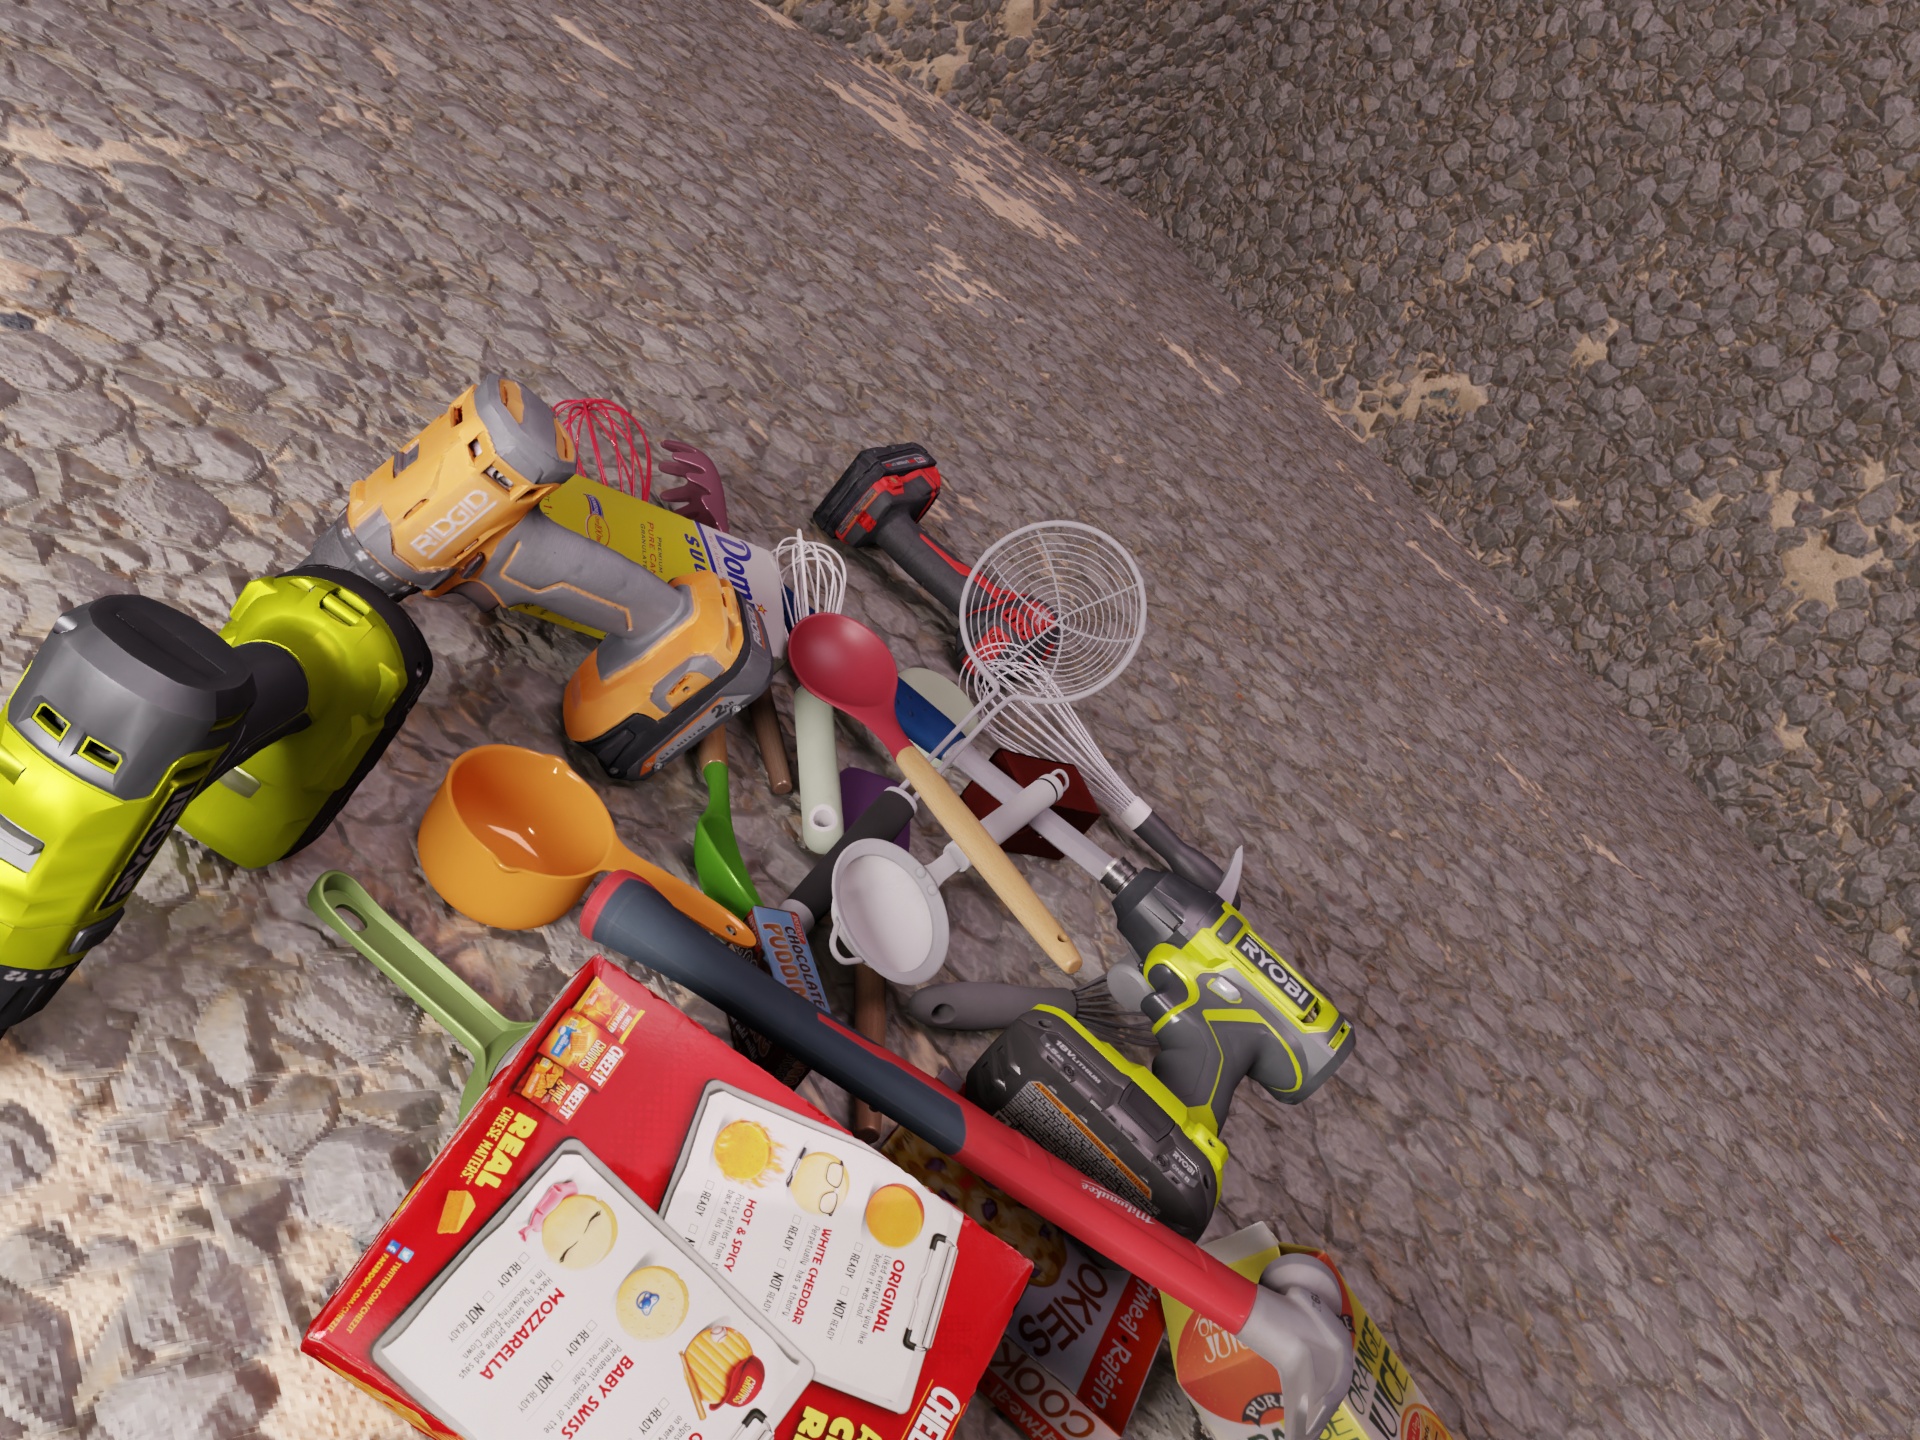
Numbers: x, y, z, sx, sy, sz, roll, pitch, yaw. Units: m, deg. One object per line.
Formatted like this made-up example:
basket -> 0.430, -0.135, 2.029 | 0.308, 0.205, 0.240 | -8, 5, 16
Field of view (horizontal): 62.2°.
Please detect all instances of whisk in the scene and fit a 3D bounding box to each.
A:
whisk -> -0.223, -0.110, 1.043 | 0.073, 0.073, 0.296 | 14, 43, -41
whisk -> 0.064, 0.173, 0.975 | 0.238, 0.055, 0.055 | 8, 40, -40
whisk -> -0.096, -0.023, 1.028 | 0.058, 0.059, 0.247 | -3, 57, -7
whisk -> 0.111, 0.048, 1.221 | 0.284, 0.070, 0.070 | 43, 26, -1

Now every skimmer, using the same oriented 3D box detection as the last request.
skimmer -> -0.002, -0.003, 0.993 | 0.127, 0.090, 0.363 | 30, 45, 13

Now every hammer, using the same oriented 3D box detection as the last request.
hammer -> 0.008, 0.024, 1.061 | 0.406, 0.035, 0.144 | 38, 47, 21
hammer -> -0.008, 0.180, 0.694 | 0.386, 0.038, 0.143 | 30, 8, 10

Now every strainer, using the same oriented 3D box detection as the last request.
strainer -> -0.006, 0.085, 0.939 | 0.258, 0.050, 0.087 | -32, 90, -47
strainer -> -0.175, 0.139, 0.695 | 0.256, 0.069, 0.151 | 41, 27, 0

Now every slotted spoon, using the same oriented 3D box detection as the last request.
slotted spoon -> -0.150, 0.017, 0.963 | 0.070, 0.031, 0.314 | 60, 7, -38

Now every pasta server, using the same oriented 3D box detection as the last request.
pasta server -> -0.160, -0.077, 1.081 | 0.040, 0.060, 0.317 | -5, 52, -19

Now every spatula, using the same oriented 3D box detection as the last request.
spatula -> -0.055, 0.122, 0.933 | 0.059, 0.018, 0.316 | 19, 31, -15

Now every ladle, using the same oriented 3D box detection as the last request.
ladle -> -0.017, 0.035, 0.914 | 0.069, 0.031, 0.316 | -11, 41, -29

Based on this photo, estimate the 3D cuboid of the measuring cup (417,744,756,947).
measuring cup -> -0.187, 0.082, 0.792 | 0.173, 0.052, 0.095 | 33, 27, -16

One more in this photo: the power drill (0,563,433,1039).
power drill -> -0.306, 0.030, 0.608 | 0.080, 0.190, 0.228 | 36, 12, -6

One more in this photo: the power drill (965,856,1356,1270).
power drill -> 0.105, 0.172, 0.859 | 0.171, 0.080, 0.223 | 43, 36, 10

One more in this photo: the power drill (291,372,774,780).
power drill -> -0.234, -0.057, 0.857 | 0.226, 0.185, 0.084 | 42, 19, -41

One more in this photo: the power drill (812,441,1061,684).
power drill -> -0.006, -0.127, 1.324 | 0.220, 0.078, 0.143 | 47, 27, 9

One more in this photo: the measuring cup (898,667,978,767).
measuring cup -> -0.057, -0.033, 1.147 | 0.167, 0.038, 0.083 | 39, 26, -5
